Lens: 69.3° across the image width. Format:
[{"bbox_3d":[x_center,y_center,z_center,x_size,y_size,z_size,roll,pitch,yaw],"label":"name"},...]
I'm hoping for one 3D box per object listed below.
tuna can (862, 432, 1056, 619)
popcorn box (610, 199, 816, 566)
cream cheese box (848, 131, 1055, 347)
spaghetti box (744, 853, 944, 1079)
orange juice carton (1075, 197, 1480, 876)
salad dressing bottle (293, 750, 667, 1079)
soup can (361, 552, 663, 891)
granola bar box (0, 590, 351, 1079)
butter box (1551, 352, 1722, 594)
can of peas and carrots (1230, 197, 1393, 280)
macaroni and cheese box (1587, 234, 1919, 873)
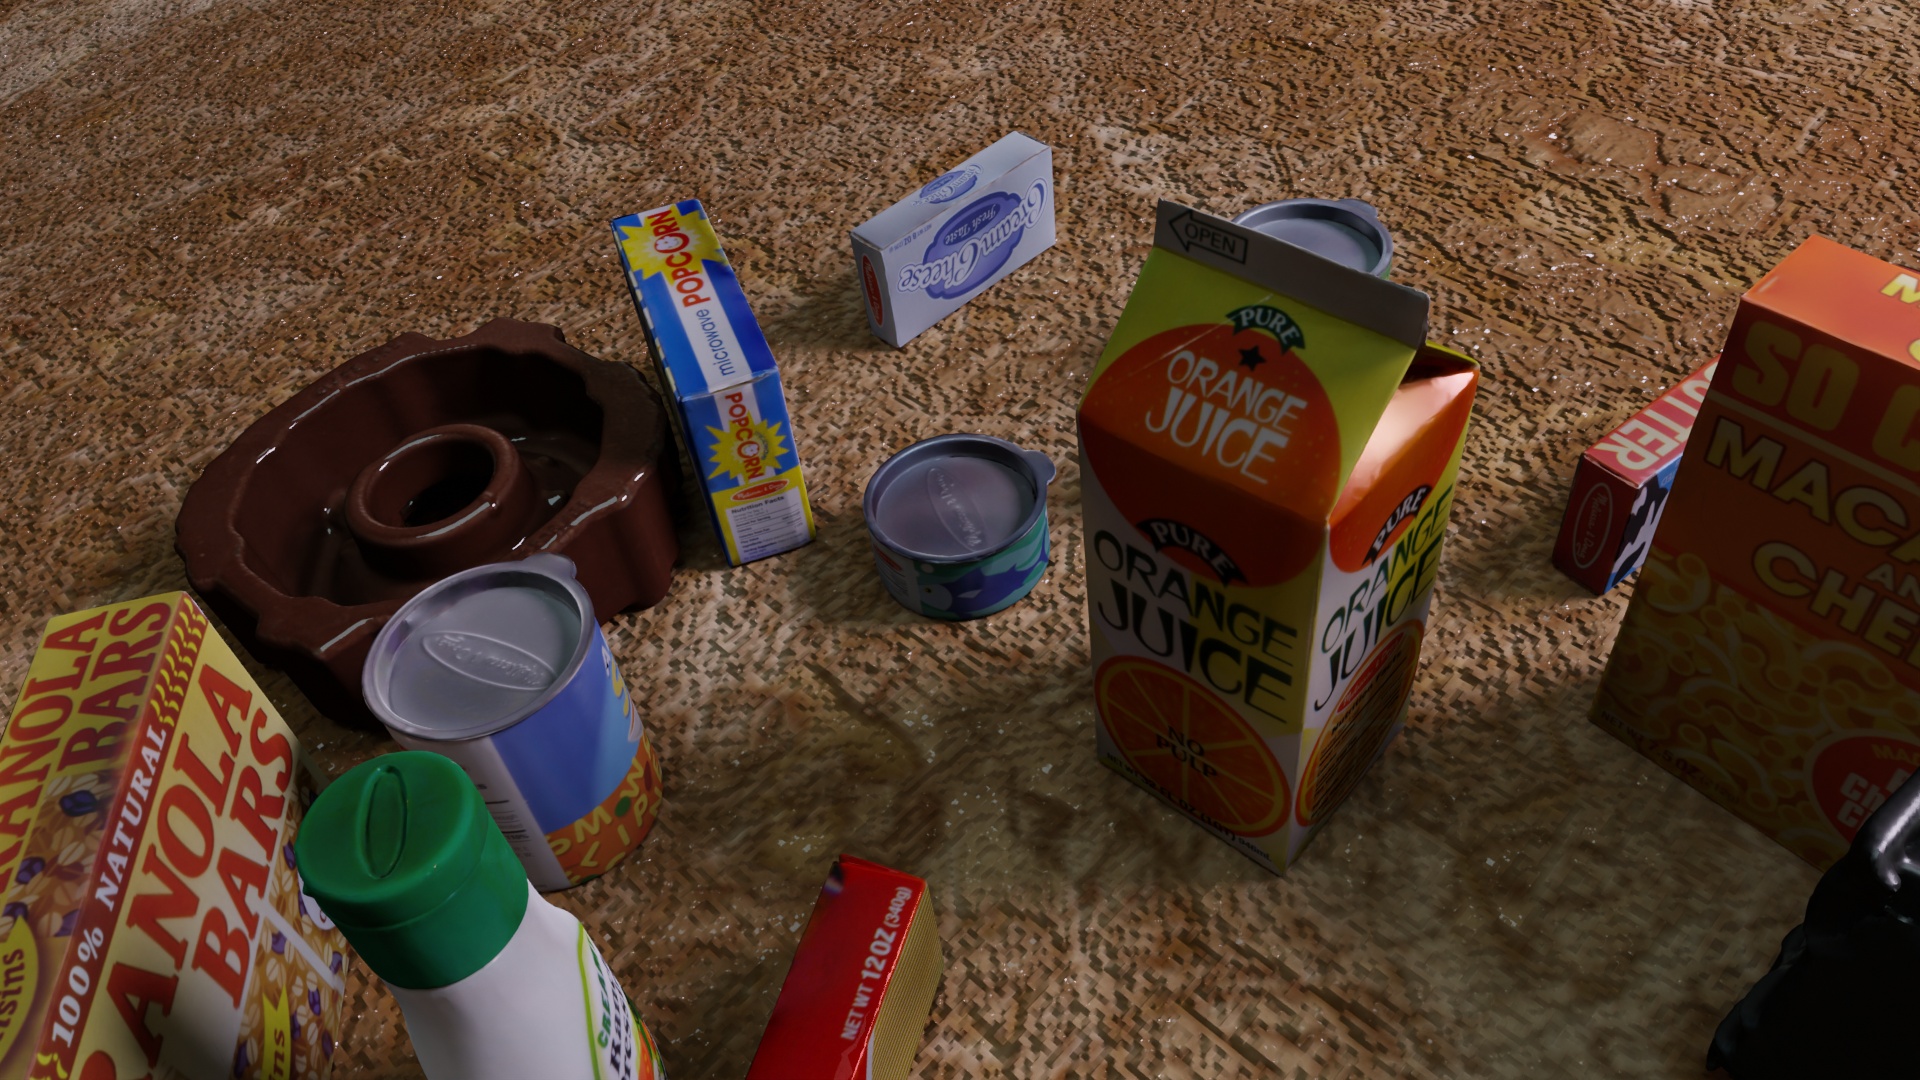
[{"bbox_3d":[0.002,-0.006,0.505,0.071,0.032,0.071,-4,46,4],"label":"tuna can"},{"bbox_3d":[-0.096,-0.063,0.538,0.038,0.084,0.127,-19,47,-10],"label":"popcorn box"},{"bbox_3d":[-0.001,-0.134,0.616,0.104,0.053,0.024,-38,52,-26],"label":"cream cheese box"},{"bbox_3d":[-0.056,0.191,0.309,0.029,0.050,0.251,8,48,16],"label":"spaghetti box"},{"bbox_3d":[0.083,-0.001,0.377,0.072,0.191,0.073,30,57,31],"label":"orange juice carton"},{"bbox_3d":[-0.109,0.107,0.331,0.044,0.146,0.064,-15,46,-6],"label":"salad dressing bottle"},{"bbox_3d":[-0.132,0.056,0.428,0.071,0.083,0.072,-4,46,4],"label":"soup can"},{"bbox_3d":[-0.204,0.116,0.352,0.039,0.123,0.166,-11,46,-2],"label":"granola bar box"},{"bbox_3d":[0.250,-0.029,0.478,0.104,0.052,0.024,-31,50,-21],"label":"butter box"},{"bbox_3d":[0.137,-0.095,0.555,0.071,0.058,0.071,-4,46,4],"label":"can of peas and carrots"},{"bbox_3d":[0.241,0.020,0.352,0.040,0.165,0.124,-34,51,-23],"label":"macaroni and cheese box"}]
